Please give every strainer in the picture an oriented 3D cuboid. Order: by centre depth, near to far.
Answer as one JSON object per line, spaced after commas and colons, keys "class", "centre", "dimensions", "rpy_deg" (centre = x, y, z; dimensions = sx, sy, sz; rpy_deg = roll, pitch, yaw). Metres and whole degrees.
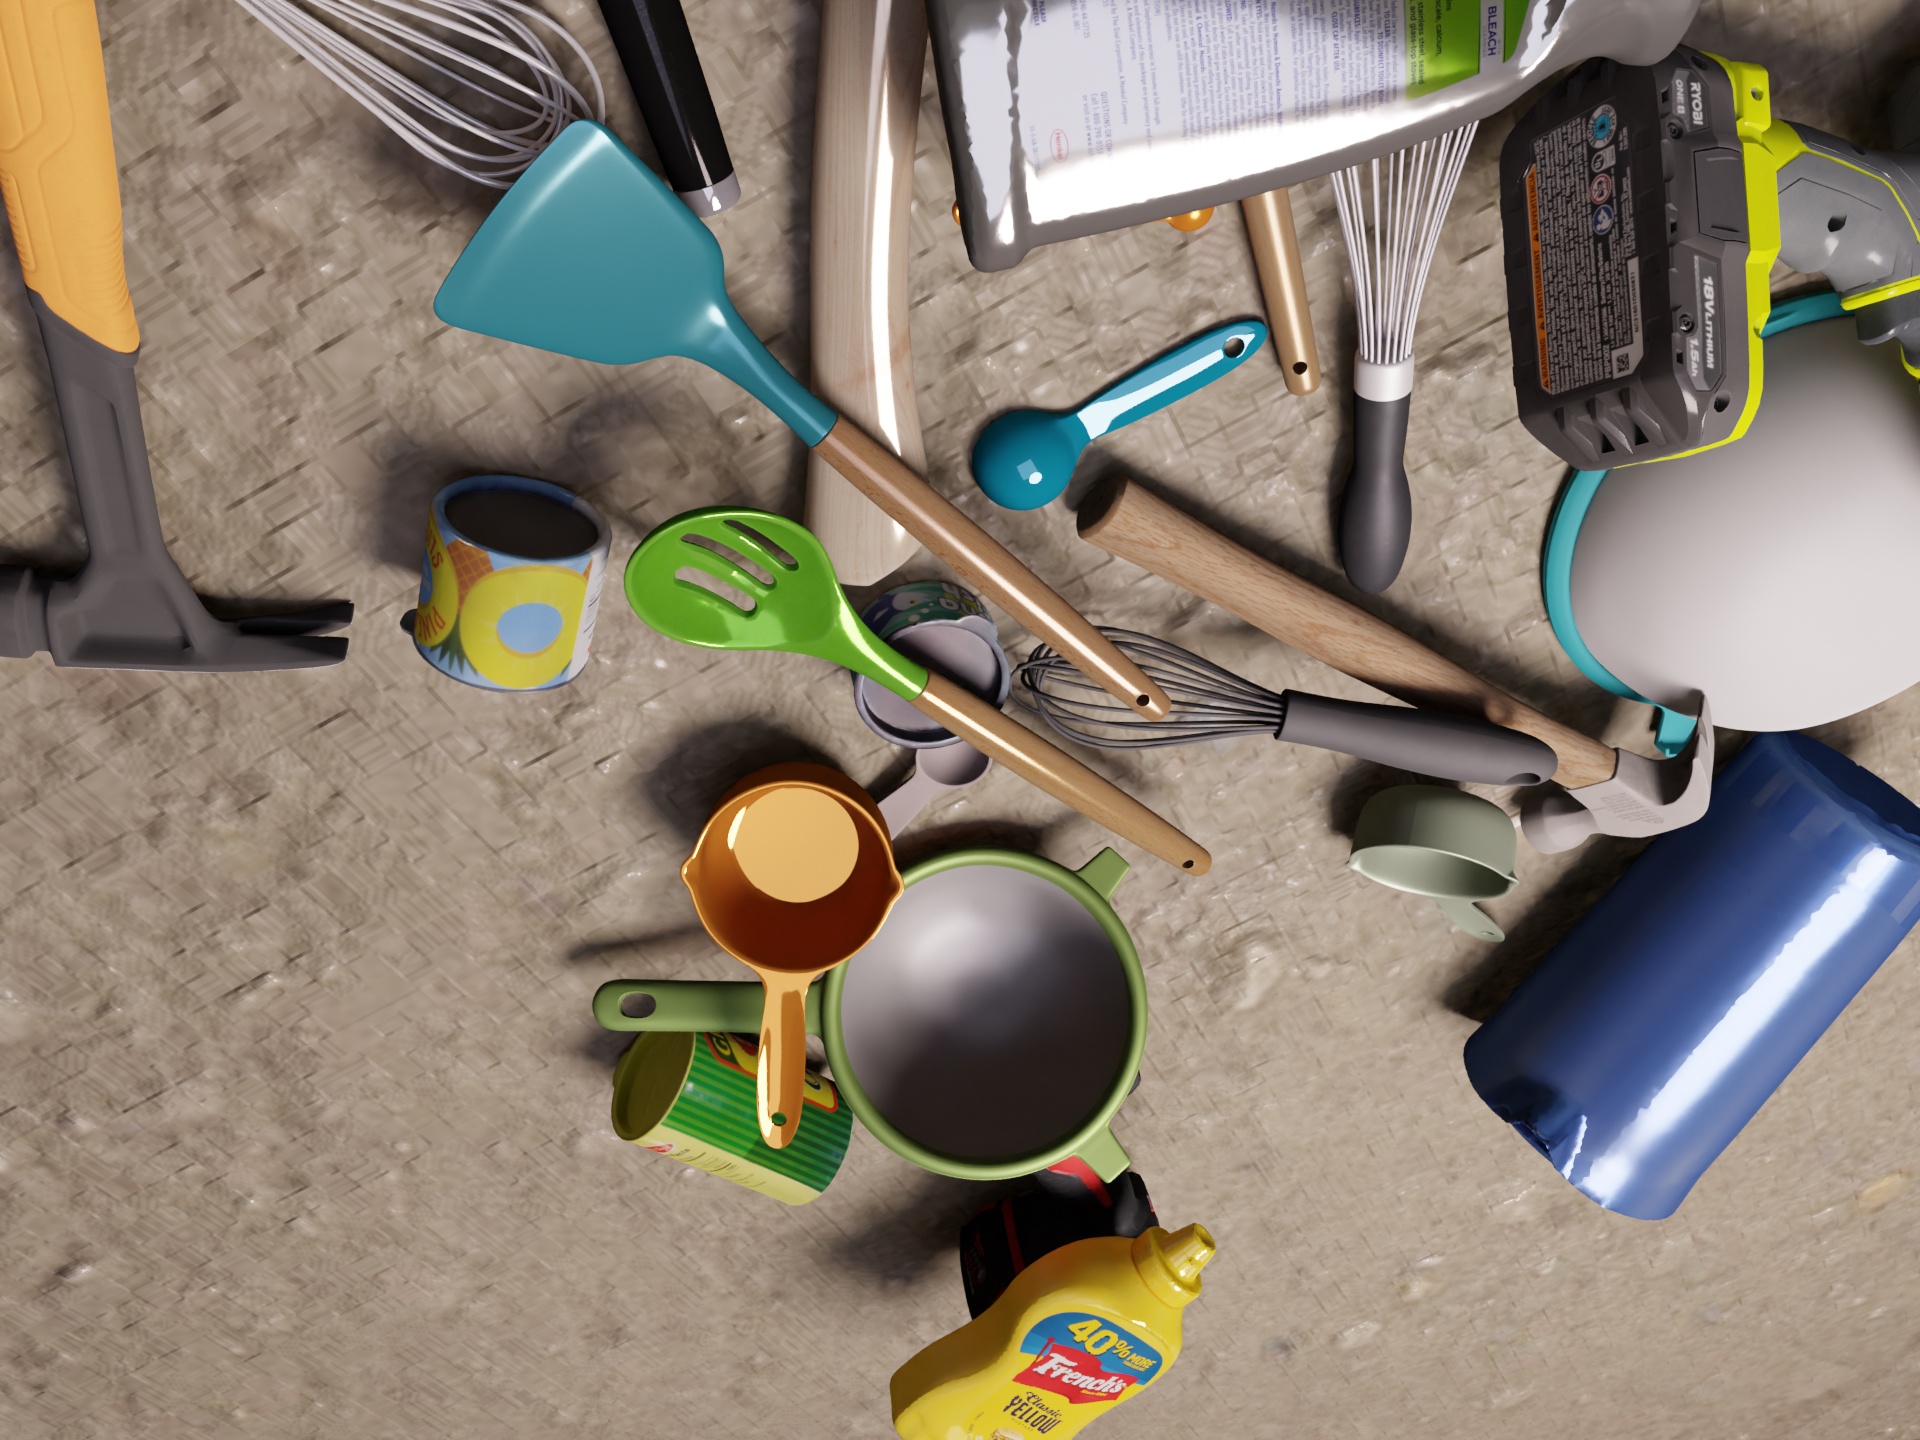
{"class": "strainer", "centre": [0.331, -0.103, 0.648], "dimensions": [0.211, 0.095, 0.340], "rpy_deg": [-38, 126, 16]}
{"class": "strainer", "centre": [-0.041, 0.137, 0.757], "dimensions": [0.256, 0.151, 0.069], "rpy_deg": [0, 170, 3]}

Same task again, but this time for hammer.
{"class": "hammer", "centre": [-0.269, -0.146, 0.497], "dimensions": [0.127, 0.034, 0.336], "rpy_deg": [2, 134, -13]}
{"class": "hammer", "centre": [-0.036, -0.224, 0.513], "dimensions": [0.146, 0.038, 0.410], "rpy_deg": [3, 127, -6]}
{"class": "hammer", "centre": [0.196, -0.023, 0.695], "dimensions": [0.331, 0.031, 0.130], "rpy_deg": [25, 155, -20]}

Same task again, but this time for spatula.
{"class": "spatula", "centre": [-0.031, -0.083, 0.573], "dimensions": [0.317, 0.044, 0.082], "rpy_deg": [37, 112, -26]}

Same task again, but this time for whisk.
{"class": "whisk", "centre": [-0.223, -0.230, 0.471], "dimensions": [0.246, 0.058, 0.059], "rpy_deg": [22, 85, -22]}
{"class": "whisk", "centre": [0.162, -0.161, 0.598], "dimensions": [0.070, 0.070, 0.284], "rpy_deg": [-13, 133, -2]}
{"class": "whisk", "centre": [0.138, 0.000, 0.683], "dimensions": [0.239, 0.055, 0.055], "rpy_deg": [10, 125, -1]}

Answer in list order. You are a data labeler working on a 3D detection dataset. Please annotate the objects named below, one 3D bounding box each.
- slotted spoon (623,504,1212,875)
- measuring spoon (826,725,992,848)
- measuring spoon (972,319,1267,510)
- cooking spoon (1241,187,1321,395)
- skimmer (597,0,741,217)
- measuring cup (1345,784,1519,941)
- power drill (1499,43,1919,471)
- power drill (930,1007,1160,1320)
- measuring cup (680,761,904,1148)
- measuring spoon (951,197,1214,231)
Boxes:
{"class": "slotted spoon", "centre": [-0.001, -0.002, 0.653], "dimensions": [0.313, 0.031, 0.070], "rpy_deg": [32, 121, -32]}
{"class": "measuring spoon", "centre": [-0.032, 0.039, 0.731], "dimensions": [0.034, 0.018, 0.124], "rpy_deg": [35, 120, -23]}
{"class": "measuring spoon", "centre": [0.065, -0.120, 0.624], "dimensions": [0.128, 0.021, 0.042], "rpy_deg": [-28, 127, 9]}
{"class": "cooking spoon", "centre": [0.087, -0.248, 0.535], "dimensions": [0.069, 0.017, 0.318], "rpy_deg": [-14, 128, 12]}
{"class": "skimmer", "centre": [-0.124, -0.292, 0.409], "dimensions": [0.127, 0.090, 0.362], "rpy_deg": [-17, 129, 1]}
{"class": "measuring cup", "centre": [0.250, 0.074, 0.800], "dimensions": [0.083, 0.038, 0.167], "rpy_deg": [3, 160, 33]}
{"class": "power drill", "centre": [0.311, -0.145, 0.560], "dimensions": [0.228, 0.080, 0.190], "rpy_deg": [-4, 90, -20]}
{"class": "power drill", "centre": [0.034, 0.241, 0.857], "dimensions": [0.143, 0.079, 0.219], "rpy_deg": [-15, 125, -1]}
{"class": "measuring cup", "centre": [-0.076, 0.102, 0.710], "dimensions": [0.095, 0.052, 0.173], "rpy_deg": [4, 105, -4]}
{"class": "measuring spoon", "centre": [0.047, -0.178, 0.555], "dimensions": [0.117, 0.011, 0.021], "rpy_deg": [-13, 135, -34]}
